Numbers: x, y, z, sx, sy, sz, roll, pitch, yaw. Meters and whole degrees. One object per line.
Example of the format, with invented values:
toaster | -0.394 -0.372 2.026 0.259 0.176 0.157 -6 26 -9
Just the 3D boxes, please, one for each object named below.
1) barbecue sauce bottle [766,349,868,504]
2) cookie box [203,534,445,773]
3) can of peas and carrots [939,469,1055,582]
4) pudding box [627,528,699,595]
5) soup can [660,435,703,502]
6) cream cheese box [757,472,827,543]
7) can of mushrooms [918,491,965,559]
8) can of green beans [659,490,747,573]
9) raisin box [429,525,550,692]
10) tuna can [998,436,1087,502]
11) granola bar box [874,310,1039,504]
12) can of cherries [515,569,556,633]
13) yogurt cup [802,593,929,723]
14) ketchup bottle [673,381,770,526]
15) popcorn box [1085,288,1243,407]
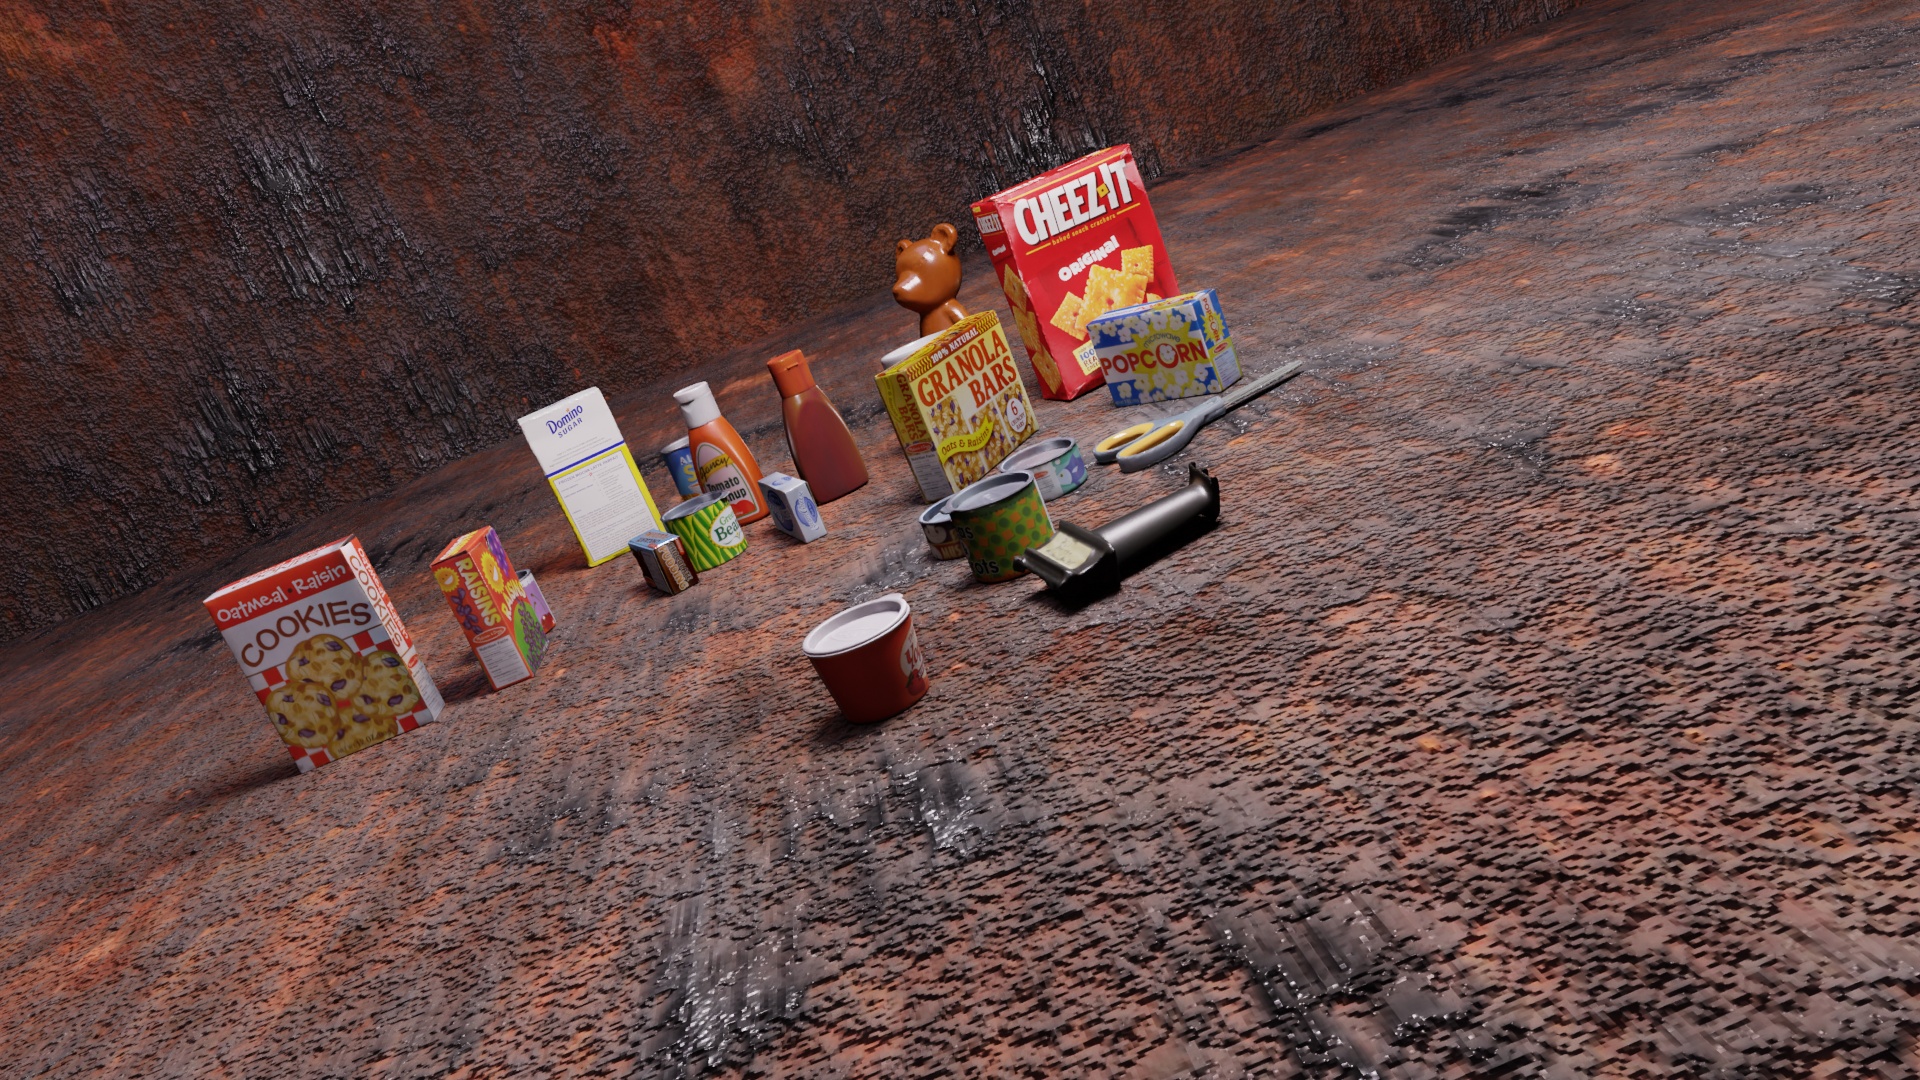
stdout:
barbecue sauce bottle | -0.146 -0.114 1.372 0.065 0.148 0.043 -27 16 -17
cookie box | -0.530 0.095 1.163 0.123 0.167 0.040 -22 16 1
can of peas and carrots | 0.028 -0.009 0.975 0.071 0.058 0.071 -20 16 6
pudding box | -0.277 0.019 1.293 0.030 0.049 0.083 -29 18 -24
soup can | -0.283 -0.074 1.537 0.071 0.083 0.071 -20 16 6
cream cheese box | -0.157 -0.032 1.295 0.024 0.053 0.104 -27 17 -17
can of mushrooms | 0.004 -0.013 1.066 0.071 0.033 0.071 -20 16 6
can of green beans | -0.244 -0.008 1.323 0.071 0.057 0.071 -20 16 6
raisin box | -0.405 0.057 1.203 0.040 0.123 0.086 -22 16 1
tuna can | 0.068 -0.057 1.123 0.071 0.032 0.071 -20 16 6
granola bar box | 0.000 -0.123 1.261 0.039 0.124 0.166 -10 20 35
can of cherries | -0.426 0.069 1.310 0.071 0.058 0.072 -20 16 6
yogurt cup | -0.053 0.073 0.827 0.072 0.053 0.072 -20 16 6
ketchup bottle | -0.246 -0.087 1.416 0.064 0.148 0.044 -16 17 20
popcorn box | 0.182 -0.171 1.251 0.126 0.085 0.038 -4 24 47
